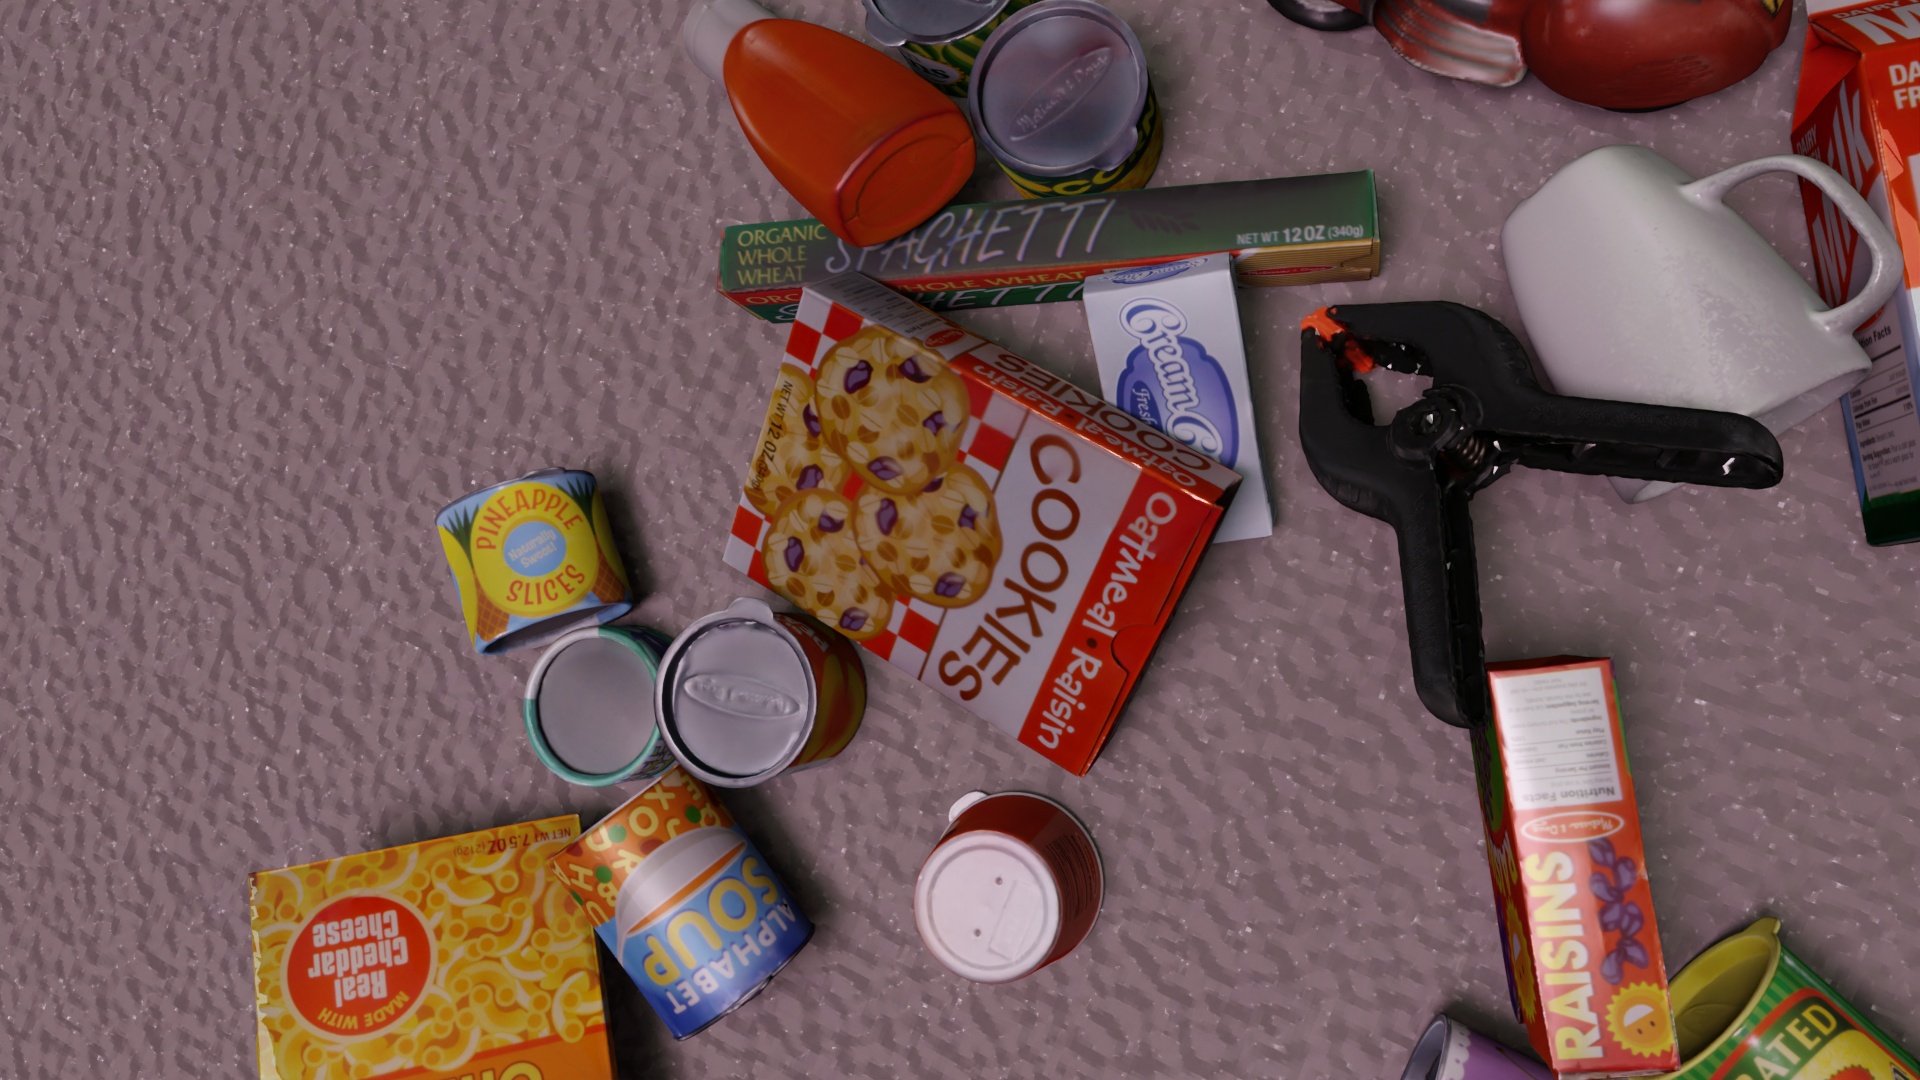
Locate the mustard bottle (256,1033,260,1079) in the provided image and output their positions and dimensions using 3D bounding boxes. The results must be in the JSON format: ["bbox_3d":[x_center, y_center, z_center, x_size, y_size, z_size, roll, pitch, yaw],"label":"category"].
[{"bbox_3d":[-0.224,0.255,0.565,0.048,0.065,0.160,-36,82,35],"label":"mustard bottle"}]

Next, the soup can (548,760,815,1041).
[{"bbox_3d":[-0.106,0.136,0.530,0.071,0.071,0.084,-36,90,10],"label":"soup can"}]

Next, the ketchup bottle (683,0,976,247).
[{"bbox_3d":[-0.059,-0.171,0.538,0.065,0.043,0.149,-36,53,-10],"label":"ketchup bottle"}]

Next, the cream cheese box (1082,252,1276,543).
[{"bbox_3d":[0.080,-0.048,0.503,0.053,0.024,0.103,-9,114,15],"label":"cream cheese box"}]

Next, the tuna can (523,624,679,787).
[{"bbox_3d":[-0.142,0.070,0.572,0.071,0.033,0.071,-1,85,15],"label":"tuna can"}]

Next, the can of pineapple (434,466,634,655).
[{"bbox_3d":[-0.173,0.009,0.566,0.071,0.071,0.058,-22,82,12],"label":"can of pineapple"}]

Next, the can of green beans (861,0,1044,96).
[{"bbox_3d":[-0.001,-0.215,0.543,0.071,0.058,0.071,-1,86,14],"label":"can of green beans"}]

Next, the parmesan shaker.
[{"bbox_3d":[0.277,0.181,0.437,0.103,0.071,0.071,42,97,13],"label":"parmesan shaker"}]

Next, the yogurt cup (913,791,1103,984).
[{"bbox_3d":[0.016,0.131,0.516,0.072,0.054,0.072,-1,87,14],"label":"yogurt cup"}]

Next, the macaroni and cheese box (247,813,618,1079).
[{"bbox_3d":[-0.197,0.201,0.532,0.124,0.040,0.167,-8,71,-16],"label":"macaroni and cheese box"}]

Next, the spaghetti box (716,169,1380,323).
[{"bbox_3d":[0.030,-0.110,0.532,0.250,0.050,0.028,-1,84,15],"label":"spaghetti box"}]

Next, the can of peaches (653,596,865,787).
[{"bbox_3d":[-0.076,0.058,0.543,0.071,0.058,0.071,-1,85,15],"label":"can of peaches"}]

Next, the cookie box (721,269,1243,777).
[{"bbox_3d":[0.002,-0.006,0.512,0.167,0.040,0.122,30,120,15],"label":"cookie box"}]

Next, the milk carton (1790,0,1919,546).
[{"bbox_3d":[0.323,-0.098,0.442,0.072,0.073,0.190,-9,83,14],"label":"milk carton"}]

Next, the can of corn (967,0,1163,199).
[{"bbox_3d":[0.043,-0.160,0.527,0.071,0.058,0.071,-1,86,15],"label":"can of corn"}]

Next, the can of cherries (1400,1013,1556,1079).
[{"bbox_3d":[0.175,0.202,0.460,0.058,0.071,0.071,24,92,15],"label":"can of cherries"}]

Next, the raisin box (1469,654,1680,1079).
[{"bbox_3d":[0.195,0.101,0.454,0.040,0.086,0.123,-9,84,13],"label":"raisin box"}]
